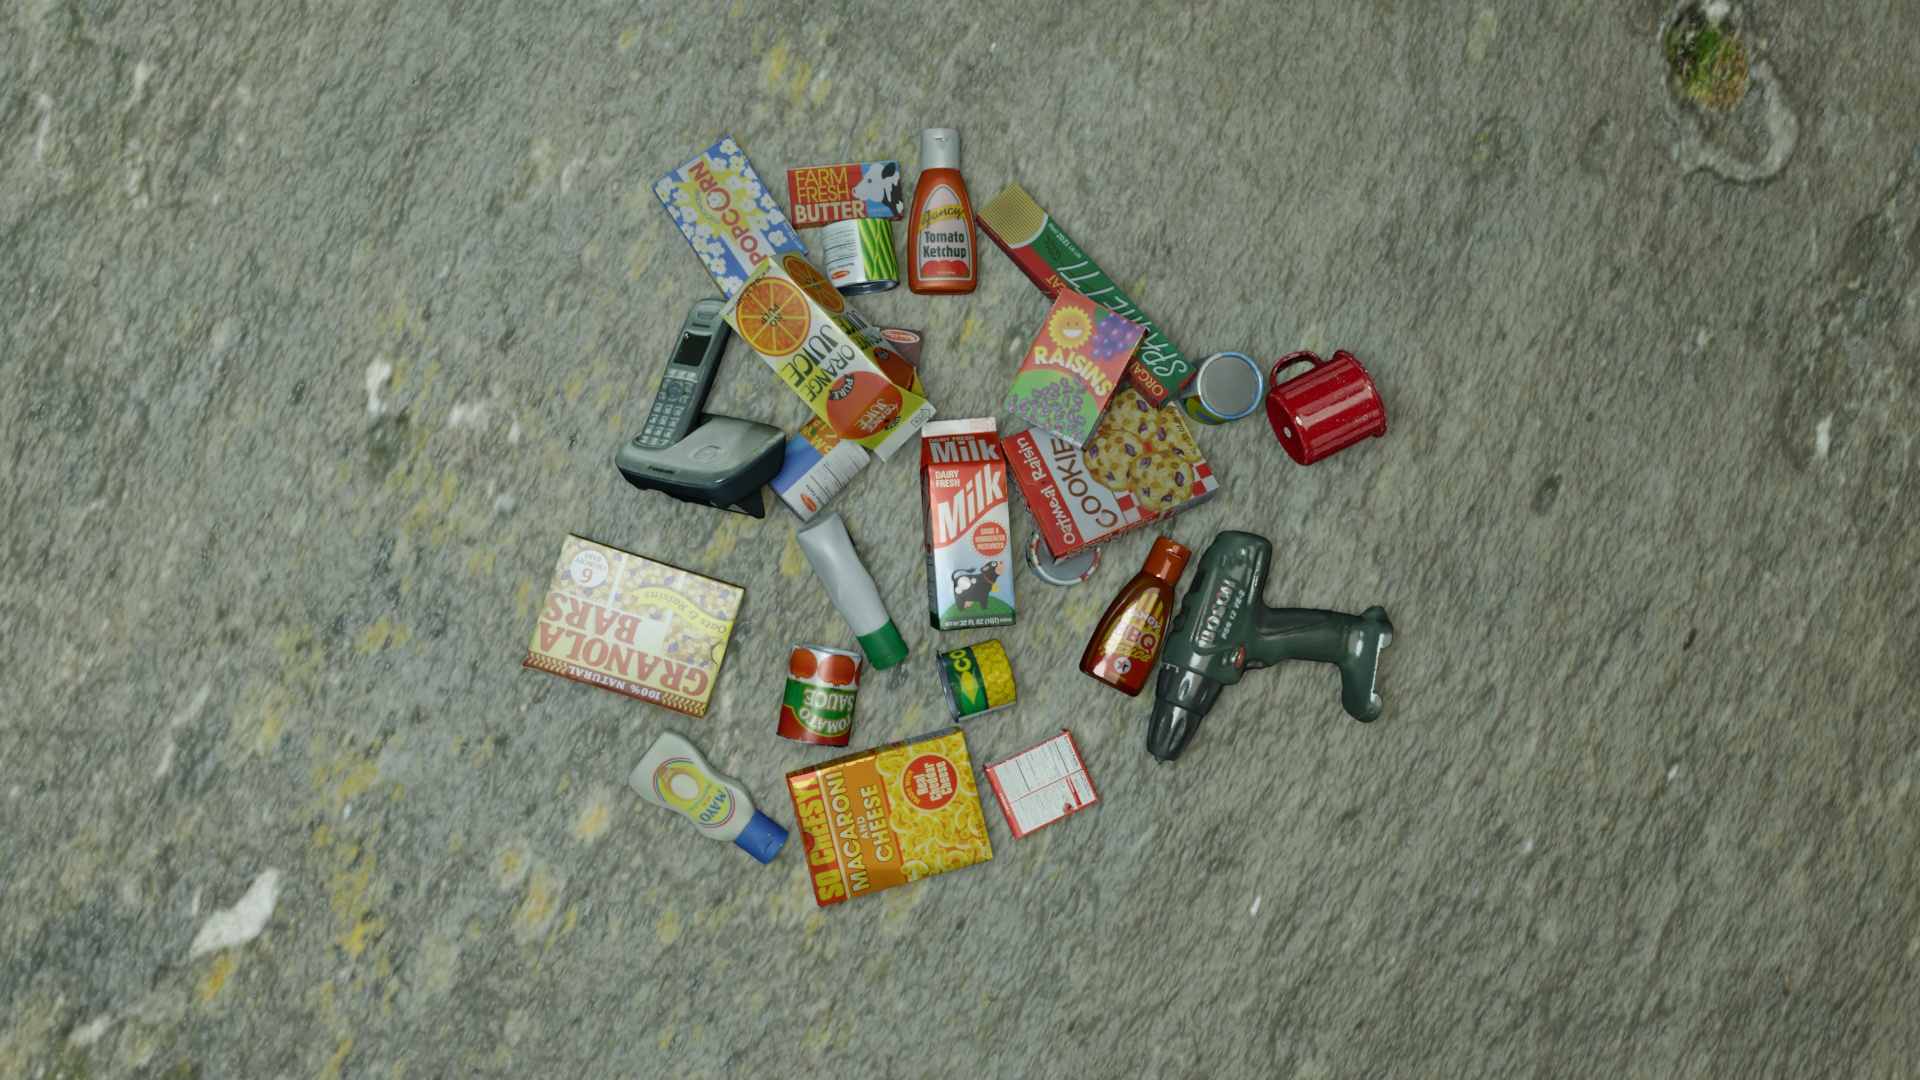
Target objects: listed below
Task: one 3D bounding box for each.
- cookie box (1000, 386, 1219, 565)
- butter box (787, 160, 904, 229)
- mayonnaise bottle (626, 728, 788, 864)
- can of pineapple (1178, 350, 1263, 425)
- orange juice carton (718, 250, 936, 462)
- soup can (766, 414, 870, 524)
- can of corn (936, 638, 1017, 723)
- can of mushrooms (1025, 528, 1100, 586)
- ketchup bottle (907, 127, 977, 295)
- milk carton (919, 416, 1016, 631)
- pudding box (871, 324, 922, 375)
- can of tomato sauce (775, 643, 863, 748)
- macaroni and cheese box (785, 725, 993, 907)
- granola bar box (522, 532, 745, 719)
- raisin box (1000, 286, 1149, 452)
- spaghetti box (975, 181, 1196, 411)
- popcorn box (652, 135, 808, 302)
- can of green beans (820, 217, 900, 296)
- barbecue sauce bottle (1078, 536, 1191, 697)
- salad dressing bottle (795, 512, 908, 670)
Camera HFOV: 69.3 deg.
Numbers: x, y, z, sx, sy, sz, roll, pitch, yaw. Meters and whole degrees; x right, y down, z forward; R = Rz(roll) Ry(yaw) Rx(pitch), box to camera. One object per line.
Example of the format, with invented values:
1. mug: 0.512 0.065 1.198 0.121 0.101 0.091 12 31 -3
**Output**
1. cookie box: 0.135 -0.065 1.284 0.168 0.040 0.123 -22 73 -10
2. butter box: -0.106 -0.318 1.279 0.104 0.024 0.053 -7 91 -9
3. mayonnaise bottle: -0.225 0.235 1.254 0.148 0.041 0.065 37 83 -6
4. can of pineapple: 0.248 -0.143 1.314 0.071 0.058 0.071 0 90 -9
5. orange juice carton: -0.111 -0.159 1.217 0.192 0.073 0.071 46 111 -2
6. soup can: -0.135 -0.068 1.256 0.084 0.071 0.071 -44 96 -7
7. can of corn: 0.014 0.126 1.276 0.058 0.071 0.071 -15 93 -9
8. can of mushrooms: 0.097 0.008 1.305 0.071 0.033 0.071 0 88 -8
9. ketchup bottle: -0.018 -0.303 1.283 0.065 0.043 0.148 -1 90 -8
10. milk carton: 0.005 -0.016 1.271 0.072 0.073 0.190 -5 91 -8
11. pudding box: -0.080 -0.173 1.280 0.084 0.030 0.049 7 88 -8
12. can of tomato sauce: -0.126 0.140 1.254 0.071 0.071 0.083 10 88 -8
13. macaroni and cheese box: -0.066 0.252 1.278 0.167 0.040 0.123 -14 91 -8
14. granola bar box: -0.291 0.077 1.245 0.165 0.039 0.124 18 88 -8
15. raisin box: 0.103 -0.153 1.248 0.086 0.040 0.123 28 96 10
16. spaghetti box: 0.116 -0.226 1.286 0.050 0.028 0.250 -42 84 -5
17. popcorn box: -0.208 -0.289 1.257 0.085 0.038 0.126 -35 95 -8
18. can of green beans: -0.091 -0.257 1.260 0.071 0.071 0.058 -8 91 -8
19. barbecue sauce bottle: 0.170 0.069 1.311 0.065 0.043 0.148 27 86 -6
20. salad dressing bottle: -0.097 0.047 1.266 0.044 0.064 0.147 -32 103 -17
